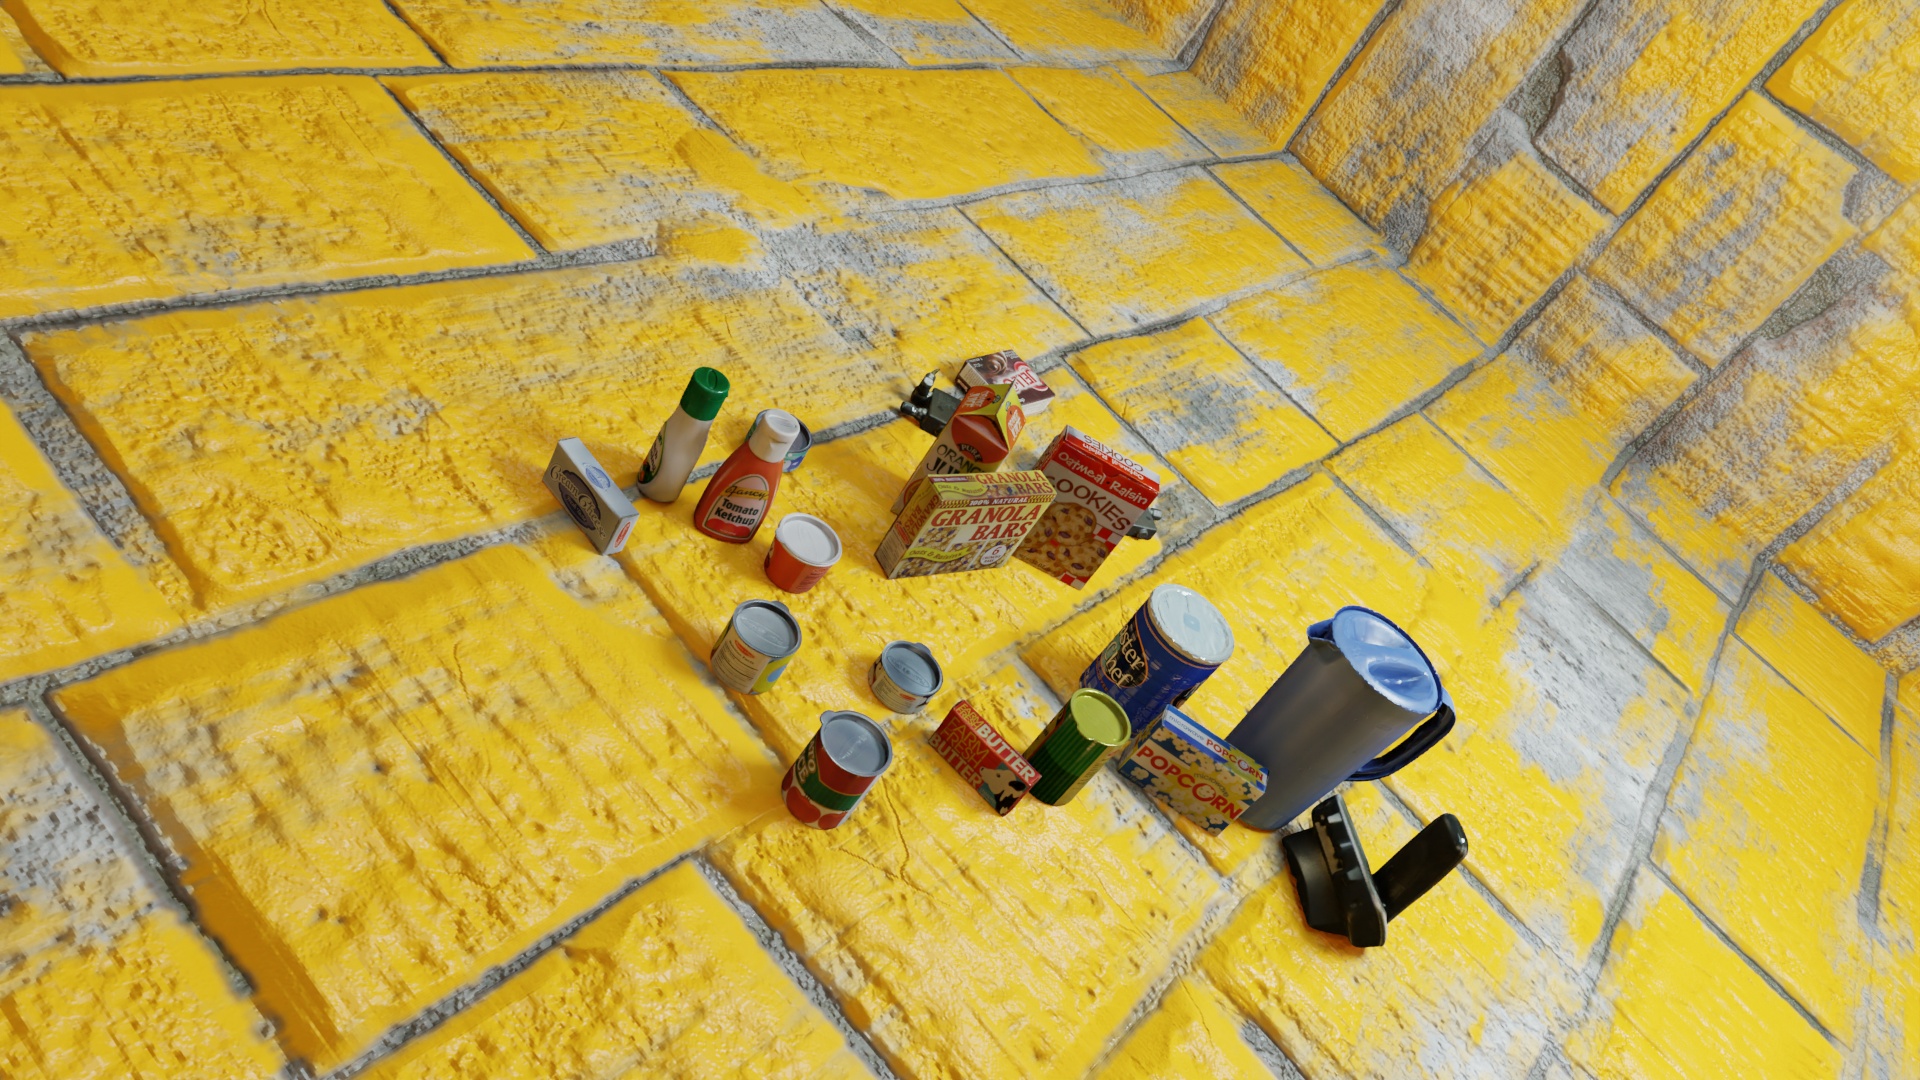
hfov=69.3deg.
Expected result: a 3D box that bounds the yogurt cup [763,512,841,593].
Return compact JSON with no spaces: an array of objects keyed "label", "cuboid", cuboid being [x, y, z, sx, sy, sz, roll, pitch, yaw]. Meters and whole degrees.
[{"label":"yogurt cup","cuboid":[-0.157,0.015,1.359,0.072,0.053,0.073,22,37,-18]}]

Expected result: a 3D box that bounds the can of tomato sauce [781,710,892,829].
[{"label":"can of tomato sauce","cuboid":[-0.107,0.193,1.170,0.071,0.082,0.071,22,37,-18]}]

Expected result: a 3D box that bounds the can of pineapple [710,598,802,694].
[{"label":"can of pineapple","cuboid":[-0.182,0.095,1.243,0.071,0.057,0.071,22,37,-18]}]

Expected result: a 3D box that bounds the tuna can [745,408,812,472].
[{"label":"tuna can","cuboid":[-0.196,-0.105,1.484,0.071,0.032,0.071,22,37,-18]}]

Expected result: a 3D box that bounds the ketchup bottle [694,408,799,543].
[{"label":"ketchup bottle","cuboid":[-0.201,-0.062,1.330,0.065,0.148,0.044,18,39,-24]}]

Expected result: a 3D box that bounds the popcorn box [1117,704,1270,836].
[{"label":"popcorn box","cuboid":[0.234,0.232,1.403,0.127,0.084,0.038,34,35,-3]}]

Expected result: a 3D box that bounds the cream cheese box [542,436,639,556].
[{"label":"cream cheese box","cuboid":[-0.340,-0.041,1.273,0.104,0.053,0.024,48,37,17]}]

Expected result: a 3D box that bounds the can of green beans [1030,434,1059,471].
[{"label":"can of green beans","cuboid":[0.128,-0.088,1.707,0.071,0.057,0.071,22,37,-18]}]

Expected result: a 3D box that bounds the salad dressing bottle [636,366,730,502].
[{"label":"salad dressing bottle","cuboid":[-0.263,-0.101,1.324,0.044,0.147,0.064,18,39,-24]}]

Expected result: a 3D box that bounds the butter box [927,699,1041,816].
[{"label":"butter box","cuboid":[0.021,0.202,1.291,0.103,0.053,0.024,44,36,12]}]

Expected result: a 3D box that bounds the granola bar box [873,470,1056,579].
[{"label":"granola bar box","cuboid":[0.005,-0.018,1.470,0.166,0.123,0.039,-5,52,-43]}]

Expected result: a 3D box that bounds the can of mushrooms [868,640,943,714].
[{"label":"can of mushrooms","cuboid":[-0.052,0.130,1.330,0.071,0.033,0.071,22,37,-18]}]

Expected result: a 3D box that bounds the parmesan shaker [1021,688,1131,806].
[{"label":"parmesan shaker","cuboid":[0.105,0.198,1.320,0.071,0.102,0.072,22,37,-18]}]

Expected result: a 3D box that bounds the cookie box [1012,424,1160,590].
[{"label":"cookie box","cuboid":[0.127,-0.034,1.550,0.123,0.166,0.040,28,36,-11]}]

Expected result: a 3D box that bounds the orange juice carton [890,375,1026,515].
[{"label":"orange juice carton","cuboid":[0.007,-0.094,1.499,0.073,0.191,0.072,33,35,-3]}]
